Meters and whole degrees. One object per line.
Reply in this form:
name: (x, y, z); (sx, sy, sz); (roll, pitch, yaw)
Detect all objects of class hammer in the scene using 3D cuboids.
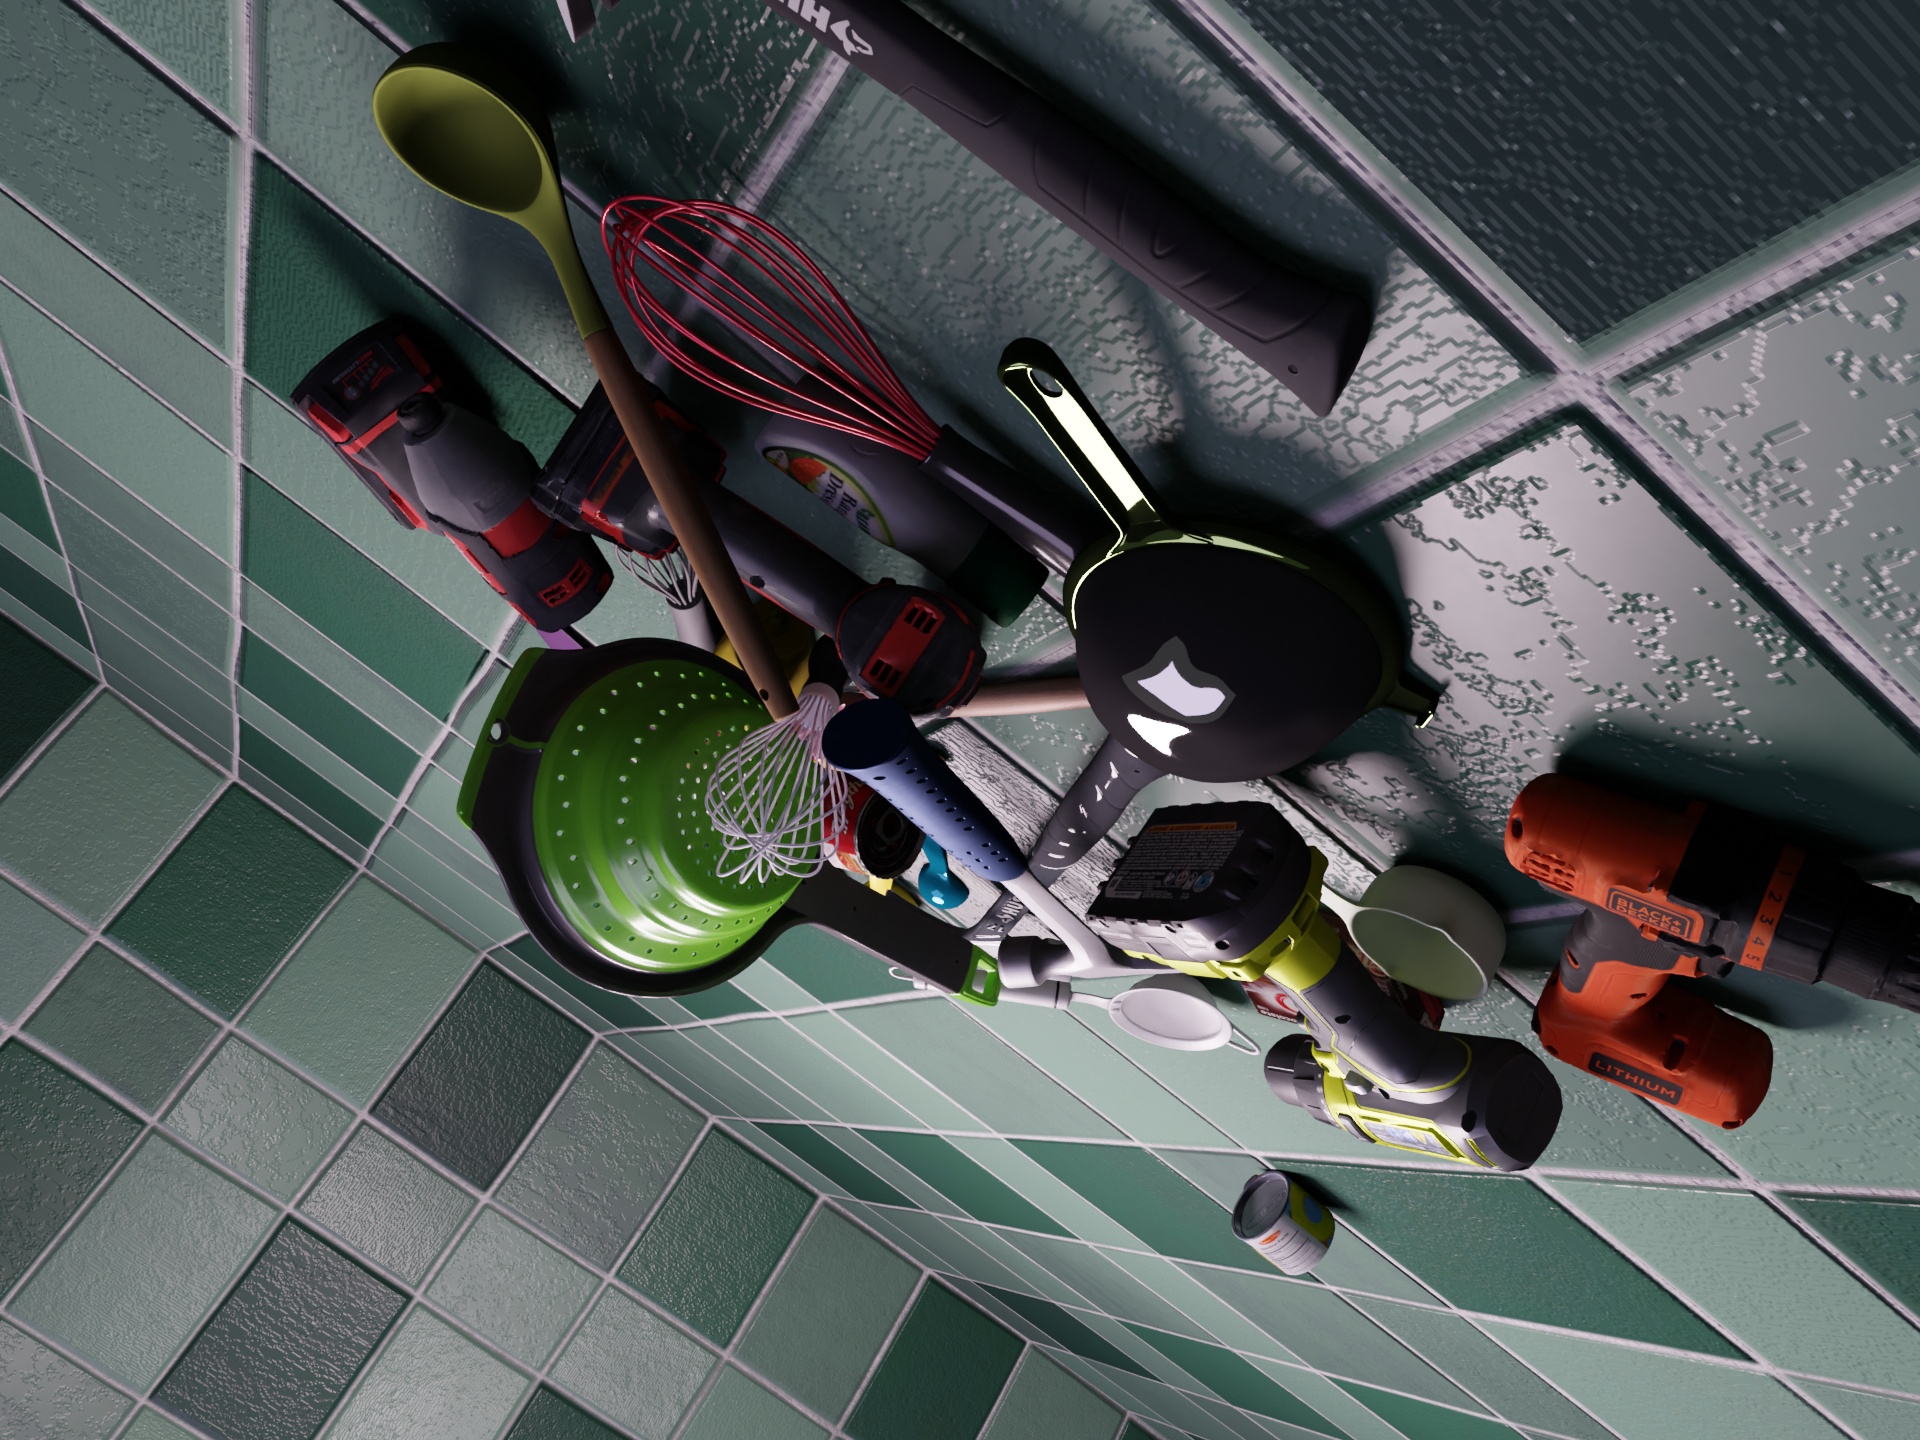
hammer: (0.050, 0.086, 0.992); (0.149, 0.036, 0.408); (16, 153, -6)
hammer: (0.033, 0.081, 0.864); (0.144, 0.035, 0.405); (-7, 155, 19)
hammer: (-0.004, -0.209, 0.536); (0.334, 0.035, 0.146); (35, 155, -3)

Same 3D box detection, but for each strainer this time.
strainer: (0.081, -0.045, 0.649); (0.151, 0.069, 0.256); (-3, 145, 38)
strainer: (0.078, 0.188, 1.094); (0.258, 0.050, 0.086); (8, 144, 3)

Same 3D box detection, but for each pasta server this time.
pasta server: (-0.001, -0.003, 0.916); (0.060, 0.040, 0.316); (23, 164, -35)

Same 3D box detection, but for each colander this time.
colander: (-0.087, 0.086, 0.921); (0.396, 0.205, 0.094); (33, 153, -35)

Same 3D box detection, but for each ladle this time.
ladle: (-0.155, -0.140, 0.690); (0.078, 0.062, 0.320); (-19, 99, 50)

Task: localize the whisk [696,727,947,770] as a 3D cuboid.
whisk: (-0.107, 0.024, 1.092); (0.245, 0.047, 0.051); (7, 144, 39)

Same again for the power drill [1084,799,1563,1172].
power drill: (0.177, 0.145, 0.838); (0.228, 0.080, 0.190); (43, 158, -17)

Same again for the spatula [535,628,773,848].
spatula: (-0.222, 0.030, 1.277); (0.315, 0.018, 0.060); (47, 154, -24)

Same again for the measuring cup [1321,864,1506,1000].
measuring cup: (0.205, 0.081, 0.823); (0.168, 0.038, 0.083); (35, 158, 12)

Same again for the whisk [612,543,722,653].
whisk: (-0.174, -0.076, 0.985); (0.055, 0.055, 0.238); (27, 159, 13)

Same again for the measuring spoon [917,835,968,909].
measuring spoon: (-0.023, 0.107, 1.166); (0.042, 0.021, 0.128); (23, 155, 22)

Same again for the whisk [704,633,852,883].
whisk: (-0.078, 0.004, 0.821); (0.070, 0.070, 0.285); (38, -160, -11)

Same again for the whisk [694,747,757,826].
whisk: (-0.140, 0.096, 1.266); (0.058, 0.059, 0.246); (29, 163, 39)

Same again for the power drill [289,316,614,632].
power drill: (-0.284, -0.142, 0.879); (0.220, 0.078, 0.143); (35, 164, 46)

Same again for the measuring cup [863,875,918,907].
measuring cup: (-0.056, 0.121, 1.245); (0.062, 0.029, 0.156); (26, 143, 16)

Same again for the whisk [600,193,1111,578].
whisk: (-0.028, -0.130, 0.691); (0.295, 0.073, 0.073); (33, 157, -14)

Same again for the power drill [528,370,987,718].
power drill: (-0.085, -0.075, 0.805); (0.227, 0.080, 0.188); (33, -178, 5)
